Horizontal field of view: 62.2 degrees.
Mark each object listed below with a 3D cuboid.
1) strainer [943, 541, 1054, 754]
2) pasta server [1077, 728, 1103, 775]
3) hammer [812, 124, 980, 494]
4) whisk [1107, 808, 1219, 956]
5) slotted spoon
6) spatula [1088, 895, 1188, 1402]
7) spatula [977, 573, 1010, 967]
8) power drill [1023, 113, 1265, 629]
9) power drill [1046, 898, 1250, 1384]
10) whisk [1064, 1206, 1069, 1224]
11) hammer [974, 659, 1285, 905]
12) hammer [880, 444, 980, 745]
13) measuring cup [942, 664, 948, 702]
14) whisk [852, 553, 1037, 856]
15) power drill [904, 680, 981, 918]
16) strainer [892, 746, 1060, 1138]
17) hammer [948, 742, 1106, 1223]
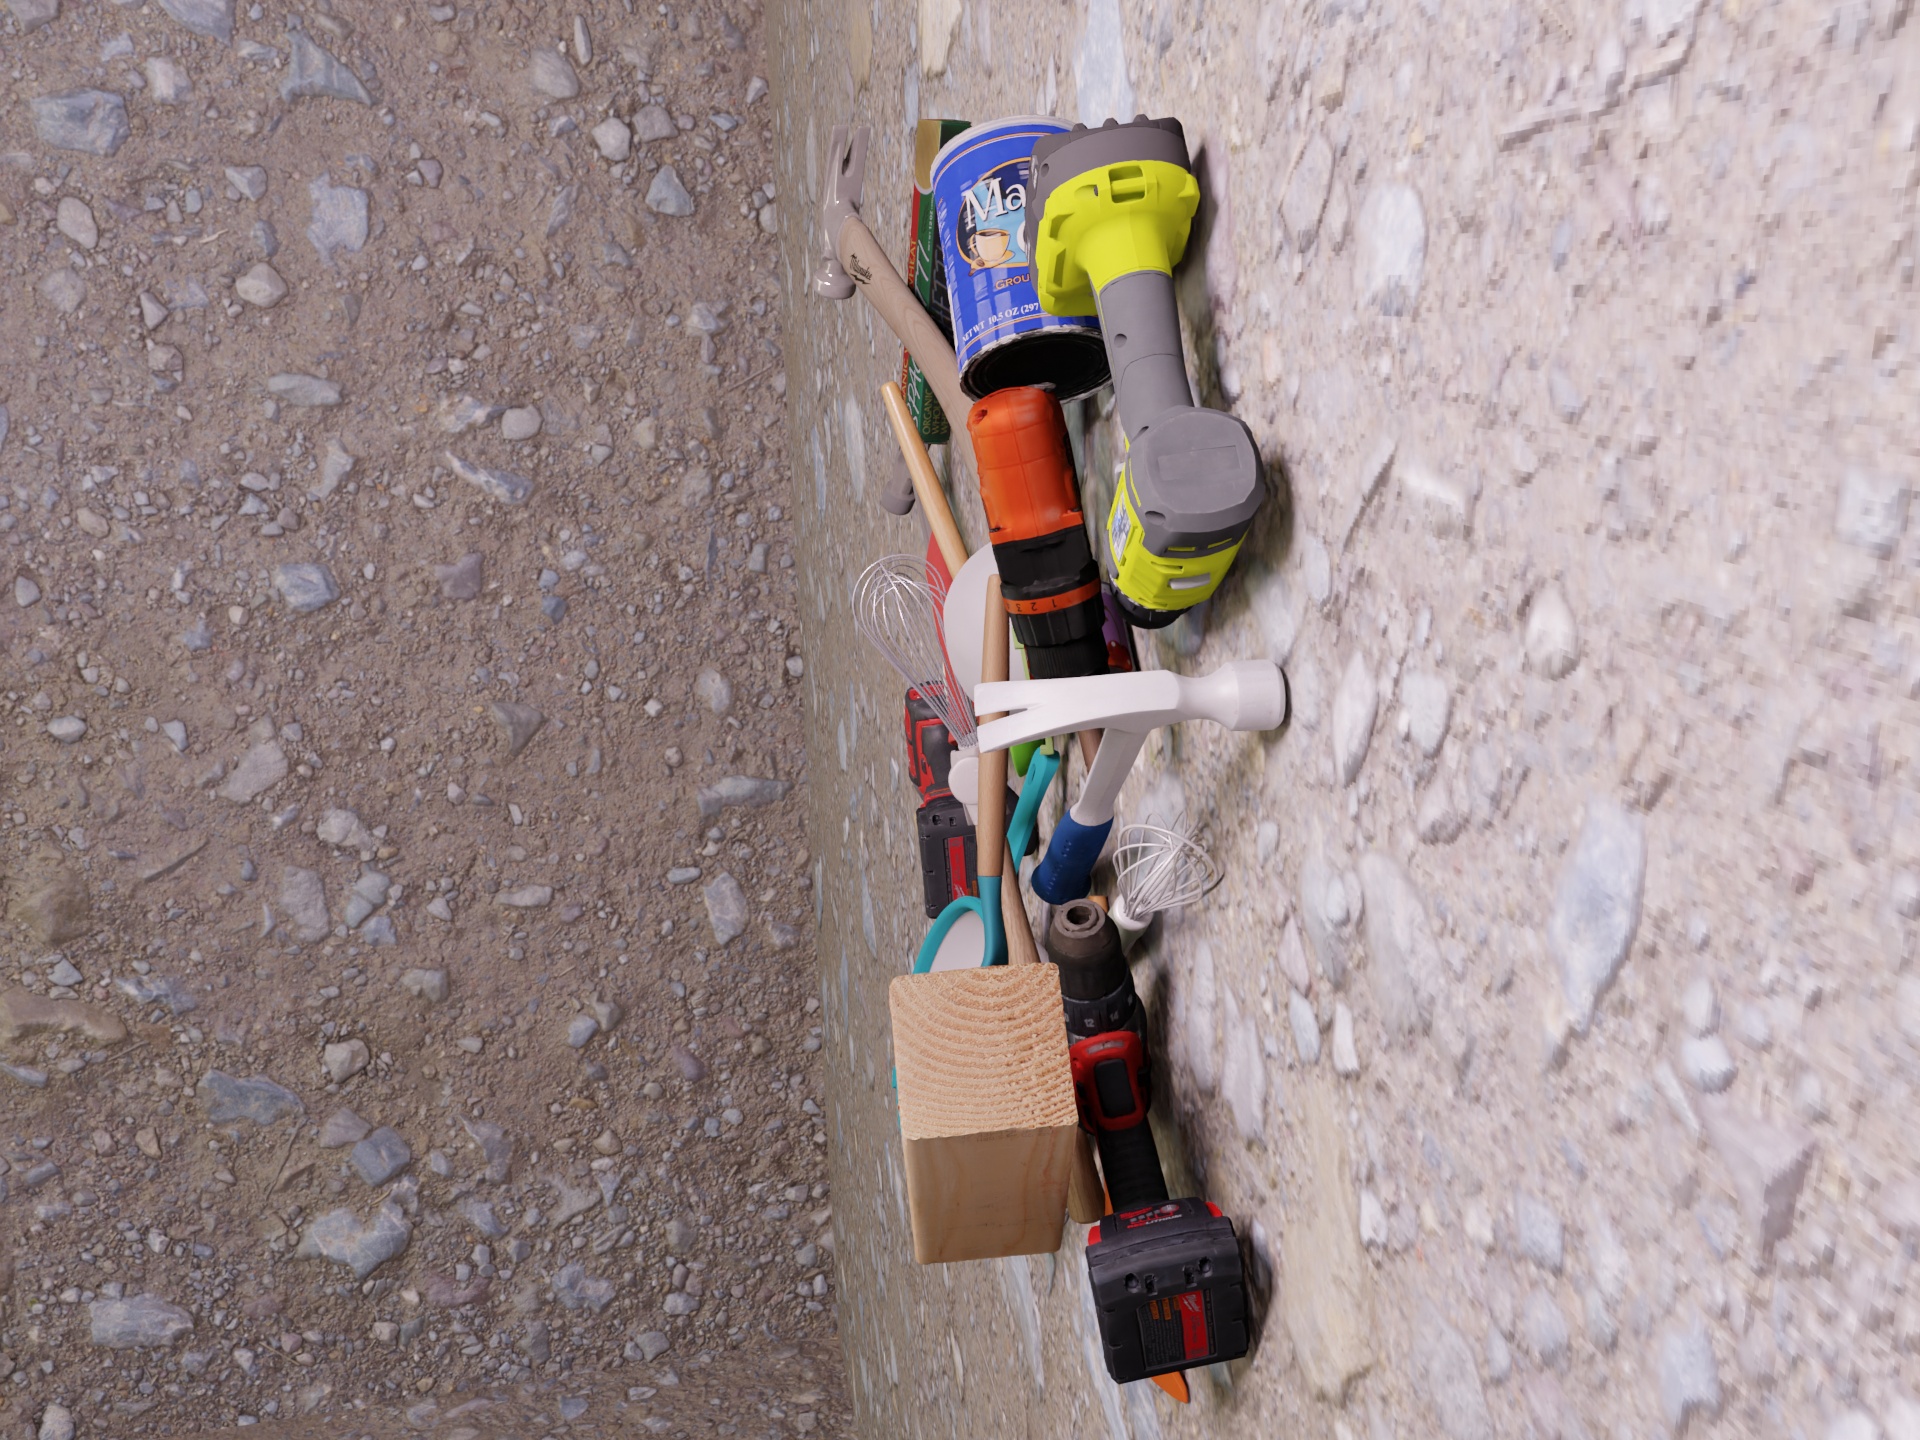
[{"bbox_3d":[0.019,-0.107,1.151,0.151,0.069,0.257,73,-171,-56],"label":"strainer"},{"bbox_3d":[0.054,-0.110,1.037,0.060,0.040,0.316,-141,40,-82],"label":"pasta server"},{"bbox_3d":[-0.035,-0.308,1.213,0.411,0.038,0.146,-118,30,-43],"label":"hammer"},{"bbox_3d":[0.106,0.111,0.949,0.058,0.059,0.246,-59,-8,-23],"label":"whisk"},{"bbox_3d":[0.003,-0.108,1.204,0.070,0.031,0.314,-36,-75,-76],"label":"slotted spoon"},{"bbox_3d":[0.109,0.277,1.052,0.081,0.041,0.323,130,138,-74],"label":"spatula"},{"bbox_3d":[0.009,0.069,0.975,0.044,0.082,0.317,1,88,34],"label":"spatula"},{"bbox_3d":[0.091,-0.166,0.813,0.190,0.080,0.229,93,168,-76],"label":"power drill"},{"bbox_3d":[0.093,0.230,0.903,0.227,0.080,0.187,-103,1,-49],"label":"power drill"},{"bbox_3d":[0.075,0.314,1.175,0.238,0.055,0.055,103,160,-44],"label":"whisk"},{"bbox_3d":[0.072,0.050,0.927,0.405,0.144,0.035,97,169,-71],"label":"hammer"},{"bbox_3d":[-0.012,-0.128,1.359,0.149,0.036,0.359,118,150,-44],"label":"hammer"},{"bbox_3d":[0.010,-0.065,1.367,0.167,0.038,0.083,96,165,-52],"label":"measuring cup"},{"bbox_3d":[-0.003,-0.003,1.208,0.284,0.070,0.070,63,-179,-29],"label":"whisk"},{"bbox_3d":[-0.008,0.074,1.427,0.220,0.078,0.143,-106,10,-58],"label":"power drill"},{"bbox_3d":[0.047,0.187,1.206,0.211,0.095,0.340,-130,56,-67],"label":"strainer"},{"bbox_3d":[0.046,0.176,1.072,0.130,0.031,0.331,-80,-25,-85],"label":"hammer"}]
